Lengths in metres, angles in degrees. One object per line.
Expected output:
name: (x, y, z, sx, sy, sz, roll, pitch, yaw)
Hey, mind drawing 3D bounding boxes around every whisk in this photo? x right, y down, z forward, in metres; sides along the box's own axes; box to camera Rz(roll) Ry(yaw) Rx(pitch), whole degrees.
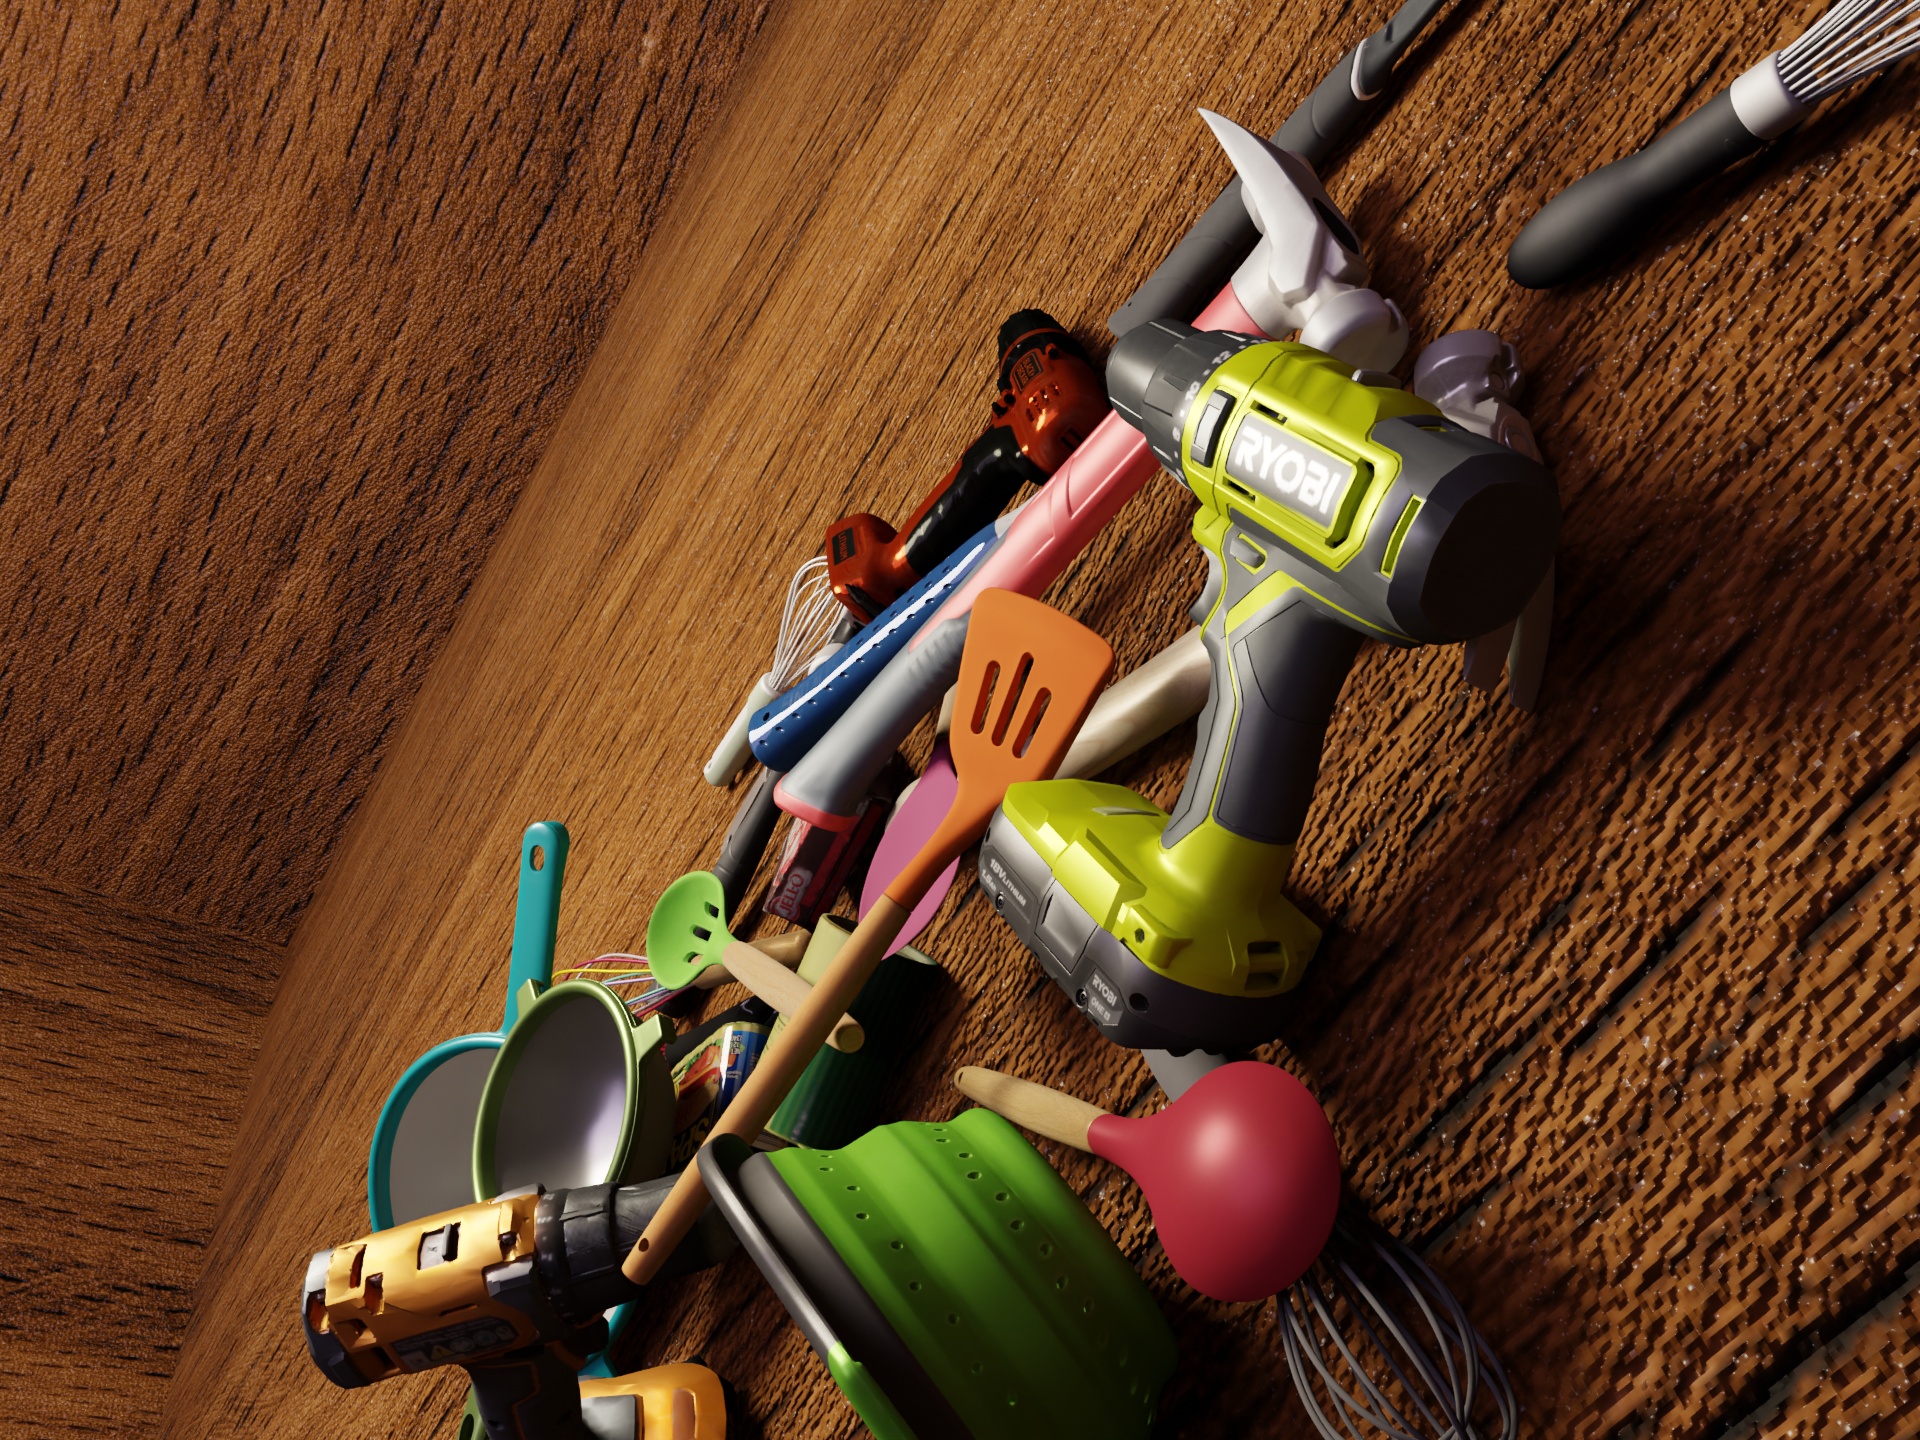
whisk: (-0.179, 0.160, 0.996, 0.245, 0.047, 0.051, -18, 7, 37)
whisk: (0.100, 0.151, 0.509, 0.055, 0.055, 0.239, -62, 21, 11)
whisk: (-0.126, -0.029, 1.114, 0.246, 0.059, 0.058, -51, 16, 40)
whisk: (-0.189, 0.217, 1.019, 0.296, 0.073, 0.073, -29, 44, 44)
whisk: (0.268, -0.204, 0.469, 0.284, 0.070, 0.070, -32, 42, 58)

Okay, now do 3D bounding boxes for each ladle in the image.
ladle: (0.045, 0.147, 0.580, 0.315, 0.031, 0.069, 158, 130, -73)

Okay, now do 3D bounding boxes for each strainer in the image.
strainer: (-0.250, 0.229, 0.987, 0.211, 0.095, 0.340, 9, 94, 25)
strainer: (-0.208, 0.271, 0.854, 0.151, 0.069, 0.256, 1, 74, 46)

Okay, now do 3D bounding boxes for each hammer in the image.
hammer: (-0.128, 0.065, 1.021, 0.334, 0.035, 0.146, -60, 6, 26)
hammer: (0.025, -0.084, 0.713, 0.386, 0.038, 0.143, -46, 50, 34)
hammer: (0.199, -0.317, 0.726, 0.408, 0.036, 0.149, -45, 31, 39)
hammer: (0.031, -0.092, 0.778, 0.405, 0.035, 0.144, -39, 45, 31)
hammer: (0.080, 0.000, 0.690, 0.410, 0.038, 0.146, -35, 41, 49)

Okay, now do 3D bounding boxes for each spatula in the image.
spatula: (-0.045, 0.092, 0.659, 0.081, 0.041, 0.322, 30, 82, 38)

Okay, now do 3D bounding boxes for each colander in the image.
colander: (-0.012, 0.212, 0.619, 0.094, 0.204, 0.397, -36, 2, -15)

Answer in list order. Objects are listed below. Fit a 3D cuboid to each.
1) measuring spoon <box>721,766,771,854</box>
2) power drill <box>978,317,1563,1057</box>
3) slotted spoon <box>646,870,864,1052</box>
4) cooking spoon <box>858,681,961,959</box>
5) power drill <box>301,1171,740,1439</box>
measuring spoon: (-0.139, 0.057, 1.107, 0.124, 0.018, 0.034, -55, 23, 39)
power drill: (0.086, -0.020, 0.556, 0.191, 0.080, 0.228, 45, 124, 49)
slotted spoon: (-0.108, 0.127, 0.811, 0.314, 0.031, 0.070, 7, 74, 66)
cooking spoon: (-0.001, -0.003, 0.796, 0.068, 0.017, 0.319, -35, 26, 34)
power drill: (-0.166, 0.295, 0.731, 0.185, 0.226, 0.084, -16, 37, 1)
